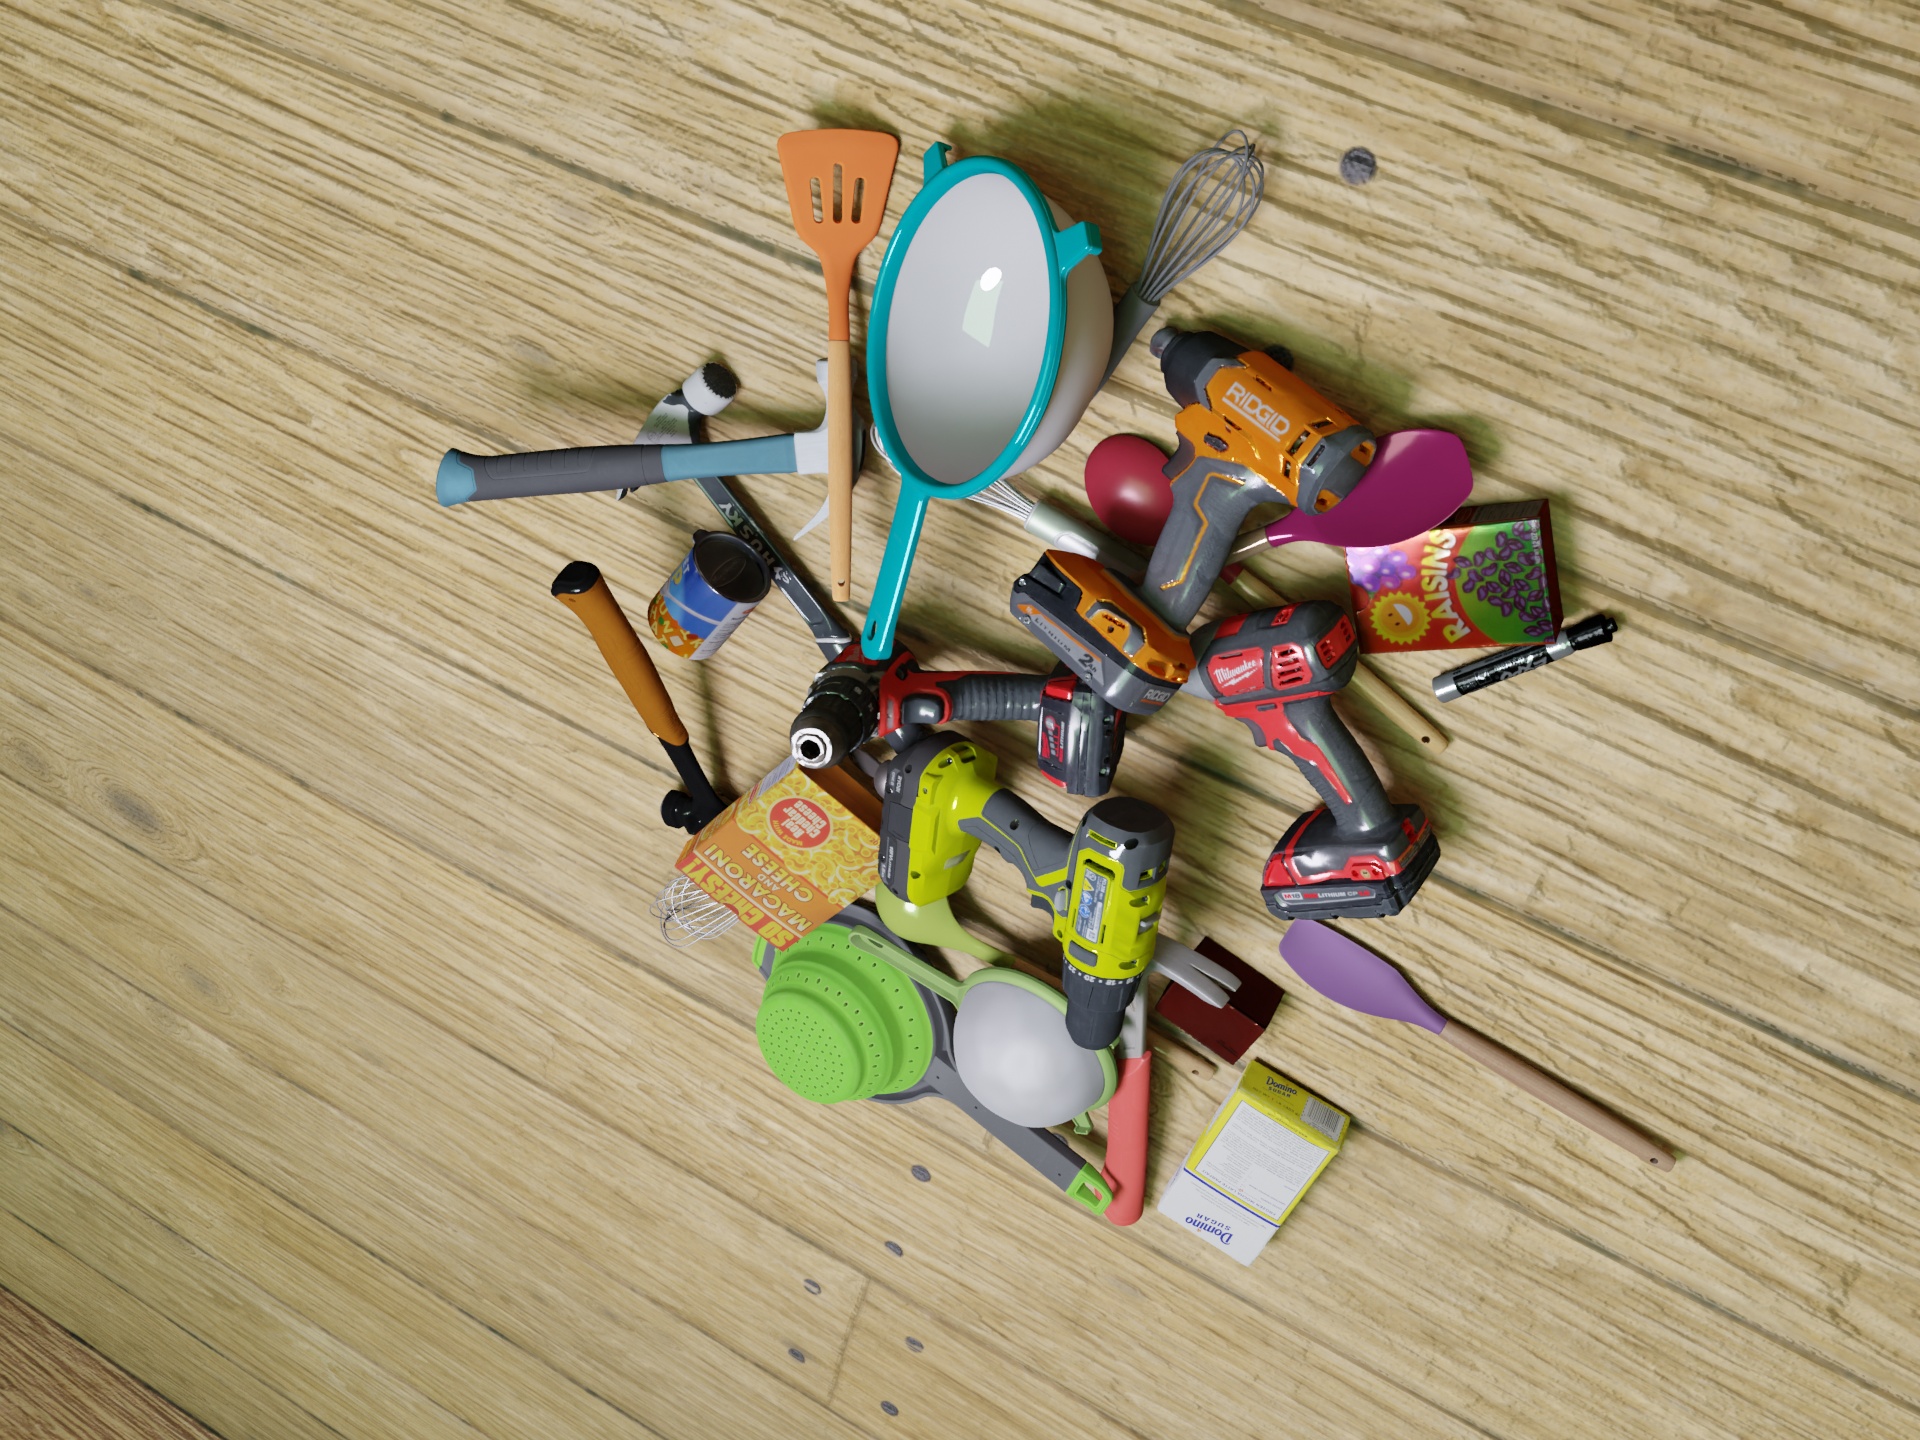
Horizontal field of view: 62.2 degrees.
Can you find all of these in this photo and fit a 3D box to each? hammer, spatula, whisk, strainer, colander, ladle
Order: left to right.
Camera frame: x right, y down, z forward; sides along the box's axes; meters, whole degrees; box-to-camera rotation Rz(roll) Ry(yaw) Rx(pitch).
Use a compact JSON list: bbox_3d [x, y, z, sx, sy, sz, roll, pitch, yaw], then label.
[{"bbox_3d":[-0.232,-0.192,1.183,0.331,0.033,0.128,-3,107,8],"label":"hammer"},{"bbox_3d":[-0.238,-0.004,1.284,0.127,0.034,0.336,10,146,23],"label":"hammer"},{"bbox_3d":[-0.164,0.139,1.397,0.284,0.070,0.070,-22,105,31],"label":"whisk"},{"bbox_3d":[-0.117,-0.078,1.258,0.149,0.036,0.409,-31,99,39],"label":"hammer"},{"bbox_3d":[-0.085,-0.240,1.110,0.081,0.041,0.322,-2,106,-7],"label":"spatula"},{"bbox_3d":[-0.048,0.313,1.378,0.397,0.094,0.204,36,128,15],"label":"colander"},{"bbox_3d":[0.002,0.250,1.286,0.256,0.069,0.151,29,140,18],"label":"strainer"},{"bbox_3d":[0.014,-0.191,1.049,0.211,0.095,0.340,46,128,45],"label":"strainer"},{"bbox_3d":[0.044,-0.150,1.122,0.246,0.059,0.057,31,138,4],"label":"whisk"},{"bbox_3d":[0.070,0.208,1.323,0.320,0.062,0.078,28,131,3],"label":"ladle"},{"bbox_3d":[0.145,0.299,1.285,0.149,0.037,0.358,24,137,29],"label":"hammer"},{"bbox_3d":[0.116,-0.273,1.014,0.055,0.055,0.239,41,133,2],"label":"whisk"},{"bbox_3d":[0.208,-0.081,1.085,0.315,0.031,0.069,40,127,1],"label":"ladle"},{"bbox_3d":[0.379,0.243,1.179,0.316,0.018,0.059,30,128,12],"label":"spatula"}]

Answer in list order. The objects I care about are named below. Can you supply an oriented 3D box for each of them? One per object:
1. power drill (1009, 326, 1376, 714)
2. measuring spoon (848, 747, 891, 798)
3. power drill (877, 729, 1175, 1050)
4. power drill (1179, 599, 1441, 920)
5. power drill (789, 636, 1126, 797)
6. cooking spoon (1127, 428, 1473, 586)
[{"bbox_3d":[0.134,-0.135,1.020,0.164,0.084,0.226,45,108,25],"label":"power drill"},{"bbox_3d":[-0.074,0.040,1.267,0.124,0.018,0.034,-154,49,-65],"label":"measuring spoon"},{"bbox_3d":[0.047,0.120,1.170,0.229,0.080,0.190,27,121,35],"label":"power drill"},{"bbox_3d":[0.227,0.026,1.086,0.143,0.078,0.219,-9,114,45],"label":"power drill"},{"bbox_3d":[-0.002,-0.004,1.126,0.227,0.188,0.080,6,110,11],"label":"power drill"},{"bbox_3d":[0.181,-0.113,1.047,0.319,0.017,0.069,-19,78,33],"label":"cooking spoon"}]
